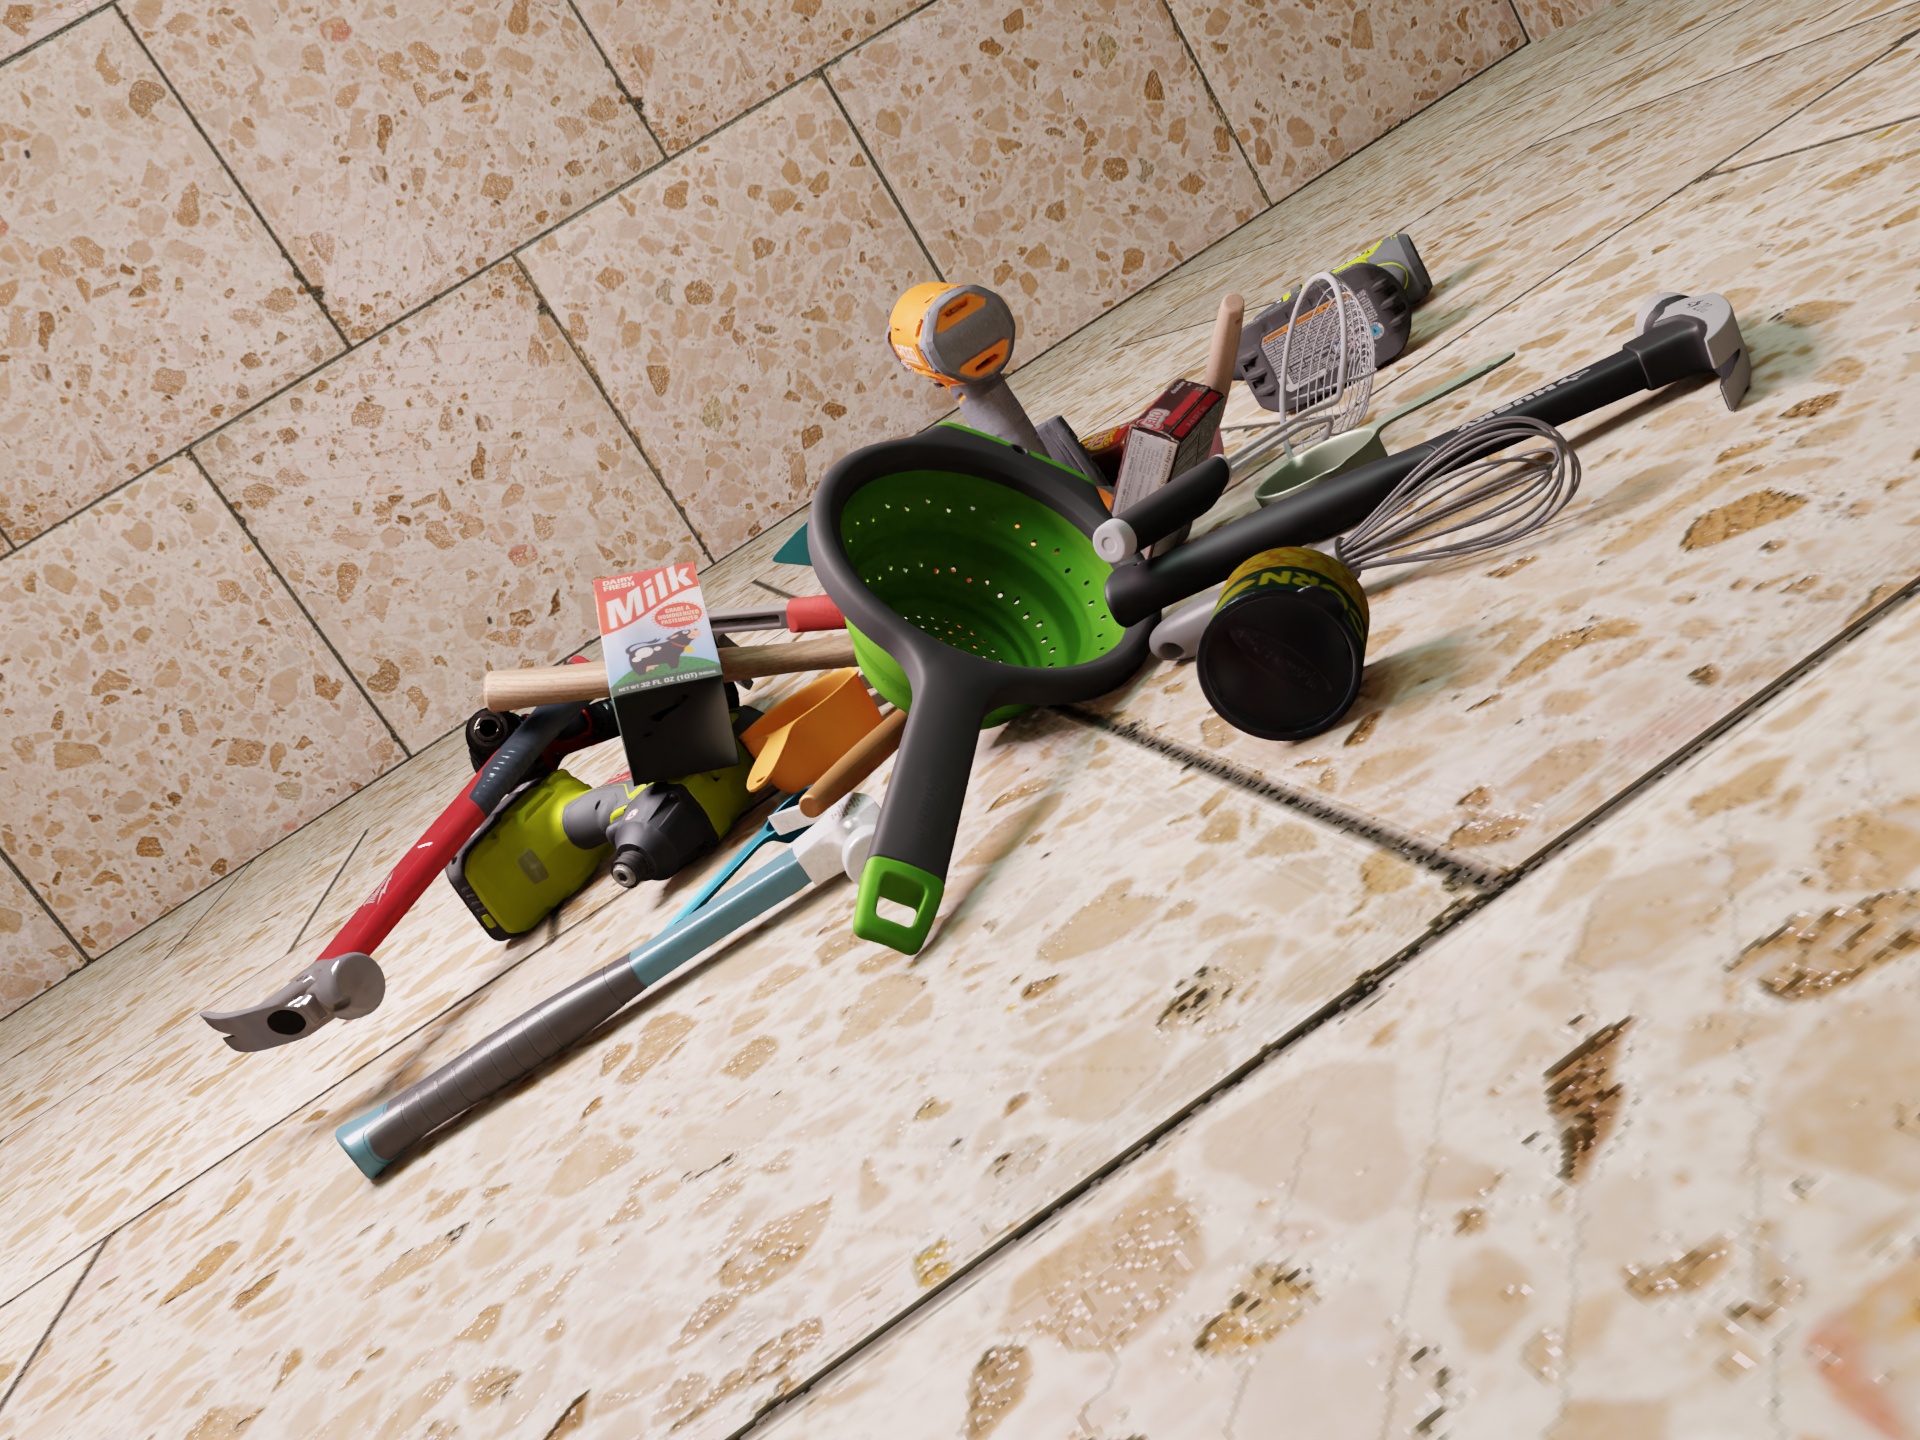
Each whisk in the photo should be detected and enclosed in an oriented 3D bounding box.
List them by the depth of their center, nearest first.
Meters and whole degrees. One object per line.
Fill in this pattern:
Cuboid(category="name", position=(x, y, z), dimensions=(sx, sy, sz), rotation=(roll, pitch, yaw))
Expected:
Cuboid(category="whisk", position=(0.183, -0.079, 0.764), dimensions=(0.239, 0.055, 0.055), rotation=(-26, 14, 40))

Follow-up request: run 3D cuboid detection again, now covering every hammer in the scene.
Cuboid(category="hammer", position=(0.228, -0.126, 0.809), dimensions=(0.335, 0.035, 0.146), rotation=(-24, 15, 16))
Cuboid(category="hammer", position=(-0.179, 0.137, 0.826), dimensions=(0.331, 0.033, 0.128), rotation=(-33, 14, -2))
Cuboid(category="hammer", position=(-0.357, 0.075, 1.097), dimensions=(0.143, 0.038, 0.386), rotation=(-19, 26, 30))
Cuboid(category="hammer", position=(-0.178, -0.038, 1.151), dimensions=(0.331, 0.031, 0.130), rotation=(-7, 31, -1))
Cuboid(category="hammer", position=(-0.113, -0.084, 1.341), dimensions=(0.359, 0.149, 0.037), rotation=(-1, 54, 43))

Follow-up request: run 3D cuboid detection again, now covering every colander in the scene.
Cuboid(category="colander", position=(-0.010, -0.010, 0.842), dimensions=(0.397, 0.204, 0.094), rotation=(-76, 8, -49))

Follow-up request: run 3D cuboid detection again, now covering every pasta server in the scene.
Cuboid(category="pasta server", position=(0.166, -0.219, 1.078), dimensions=(0.060, 0.040, 0.316), rotation=(-42, -11, -4))

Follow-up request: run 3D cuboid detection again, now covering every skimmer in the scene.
Cuboid(category="skimmer", position=(0.160, -0.179, 0.971), dimensions=(0.090, 0.127, 0.363), rotation=(27, 40, 26))

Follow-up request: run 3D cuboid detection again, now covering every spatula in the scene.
Cuboid(category="spatula", position=(-0.037, -0.007, 0.946), dimensions=(0.081, 0.041, 0.323), rotation=(-50, -2, 23))
Cuboid(category="spatula", position=(-0.066, -0.181, 1.402), dimensions=(0.082, 0.044, 0.317), rotation=(-41, 1, 24))

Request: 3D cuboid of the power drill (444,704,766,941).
Cuboid(category="power drill", position=(-0.243, 0.076, 1.096), dimensions=(0.223, 0.080, 0.171), rotation=(-19, 21, 34))

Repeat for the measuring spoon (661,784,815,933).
Cuboid(category="measuring spoon", position=(-0.123, 0.088, 0.925), dimensions=(0.128, 0.021, 0.042), rotation=(-45, 17, -13))

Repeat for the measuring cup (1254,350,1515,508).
Cuboid(category="measuring cup", position=(0.249, -0.155, 0.906), dimensions=(0.167, 0.038, 0.083), rotation=(-30, 14, 1))

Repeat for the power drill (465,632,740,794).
Cuboid(category="power drill", position=(-0.305, -0.008, 1.338), dimensions=(0.226, 0.080, 0.188), rotation=(-23, -8, -11))

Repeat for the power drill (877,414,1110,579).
Cuboid(category="power drill", position=(0.013, -0.165, 1.365), dimensions=(0.219, 0.078, 0.143), rotation=(-37, 8, -4))

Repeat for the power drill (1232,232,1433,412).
Cuboid(category="power drill", position=(0.294, -0.327, 1.325), dimensions=(0.190, 0.080, 0.228), rotation=(-26, 12, 24))

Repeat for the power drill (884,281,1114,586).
Cuboid(category="power drill", position=(0.025, -0.200, 1.103), dimensions=(0.084, 0.226, 0.164), rotation=(-34, 23, -5))

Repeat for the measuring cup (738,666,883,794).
Cuboid(category="measuring cup", position=(-0.098, 0.025, 1.005), dimensions=(0.095, 0.052, 0.174), rotation=(-28, 16, 16))
